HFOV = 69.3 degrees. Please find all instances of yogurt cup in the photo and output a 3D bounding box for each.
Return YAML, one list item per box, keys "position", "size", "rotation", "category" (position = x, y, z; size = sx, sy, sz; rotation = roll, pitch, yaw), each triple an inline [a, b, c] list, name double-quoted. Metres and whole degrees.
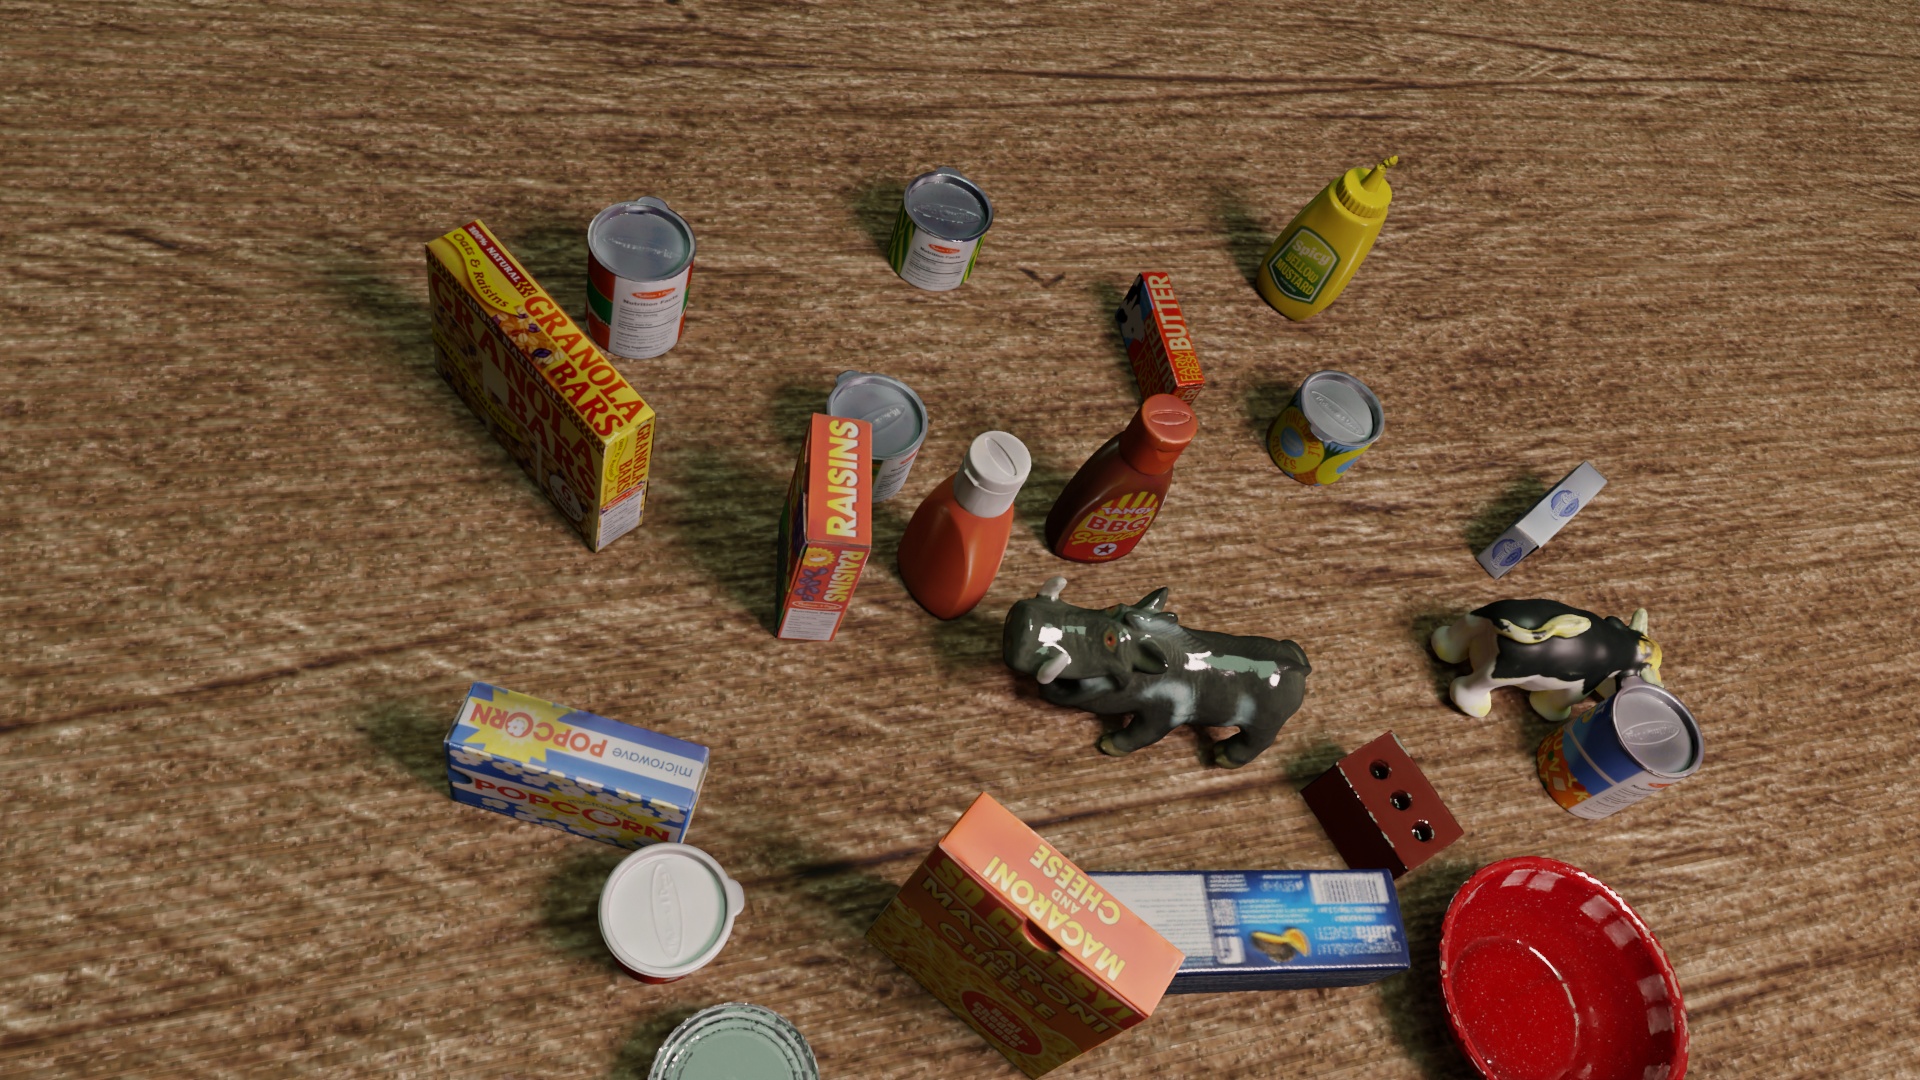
- position: [-0.154, 0.197, 0.721]
  size: [0.072, 0.053, 0.073]
  rotation: [8, 59, -13]
  category: "yogurt cup"

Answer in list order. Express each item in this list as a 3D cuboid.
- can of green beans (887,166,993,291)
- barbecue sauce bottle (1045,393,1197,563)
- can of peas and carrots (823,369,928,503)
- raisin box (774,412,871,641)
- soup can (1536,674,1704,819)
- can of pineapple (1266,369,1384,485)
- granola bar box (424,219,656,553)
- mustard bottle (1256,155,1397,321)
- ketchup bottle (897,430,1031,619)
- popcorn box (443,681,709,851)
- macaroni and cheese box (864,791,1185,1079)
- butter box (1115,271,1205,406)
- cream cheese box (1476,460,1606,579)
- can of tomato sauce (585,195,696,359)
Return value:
- position: [-0.015, -0.224, 1.011]
  size: [0.071, 0.057, 0.071]
  rotation: [8, 59, -13]
  category: "can of green beans"
- position: [0.105, -0.038, 0.884]
  size: [0.065, 0.147, 0.044]
  rotation: [-1, 61, -18]
  category: "barbecue sauce bottle"
- position: [-0.061, -0.067, 0.903]
  size: [0.071, 0.058, 0.071]
  rotation: [8, 59, -13]
  category: "can of peas and carrots"
- position: [-0.082, -0.005, 0.821]
  size: [0.040, 0.122, 0.086]
  rotation: [7, 59, -13]
  category: "raisin box"
- position: [0.434, 0.138, 0.921]
  size: [0.071, 0.083, 0.071]
  rotation: [8, 59, -13]
  category: "soup can"
- position: [0.264, -0.081, 1.013]
  size: [0.071, 0.057, 0.071]
  rotation: [8, 59, -13]
  category: "can of pineapple"
- position: [-0.248, -0.089, 0.819]
  size: [0.039, 0.123, 0.166]
  rotation: [-36, 76, -31]
  category: "granola bar box"
- position: [0.282, -0.234, 1.048]
  size: [0.065, 0.159, 0.049]
  rotation: [43, 58, 10]
  category: "mustard bottle"
- position: [0.003, -0.010, 0.836]
  size: [0.044, 0.148, 0.065]
  rotation: [-26, 71, -28]
  category: "ketchup bottle"
- position: [-0.201, 0.123, 0.731]
  size: [0.127, 0.084, 0.038]
  rotation: [17, 57, -7]
  category: "popcorn box"
- position: [0.025, 0.206, 0.704]
  size: [0.124, 0.165, 0.040]
  rotation: [38, 57, 7]
  category: "macaroni and cheese box"
- position: [0.145, -0.140, 1.014]
  size: [0.024, 0.053, 0.104]
  rotation: [-3, 62, -19]
  category: "butter box"
- position: [0.430, -0.015, 1.028]
  size: [0.104, 0.053, 0.024]
  rotation: [-34, 75, -31]
  category: "cream cheese box"
- position: [-0.209, -0.170, 0.903]
  size: [0.071, 0.082, 0.071]
  rotation: [8, 59, -13]
  category: "can of tomato sauce"
